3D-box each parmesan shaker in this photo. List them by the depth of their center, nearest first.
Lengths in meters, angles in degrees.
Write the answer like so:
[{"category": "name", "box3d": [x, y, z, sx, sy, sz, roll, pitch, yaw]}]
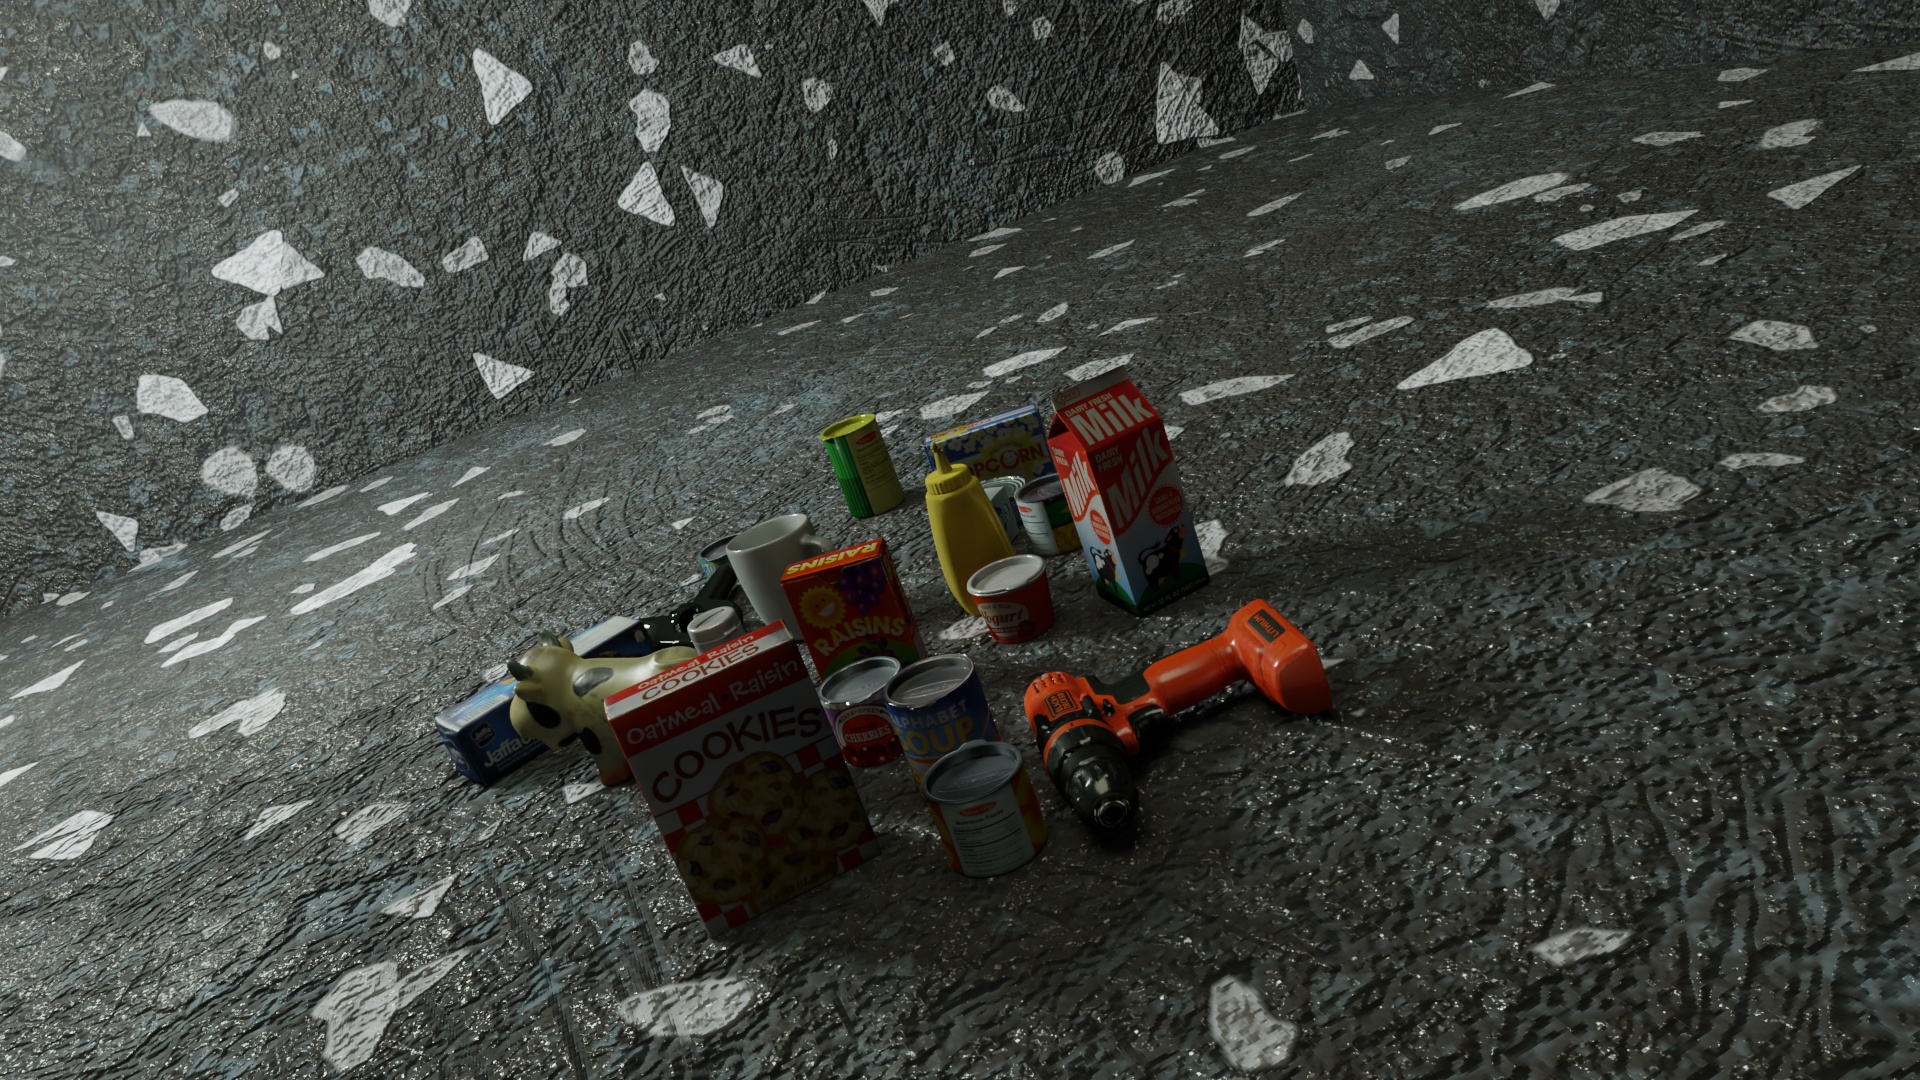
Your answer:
[{"category": "parmesan shaker", "box3d": [-0.113, -0.083, 1.582, 0.071, 0.102, 0.071, -17, 19, 6]}]

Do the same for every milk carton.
[{"category": "milk carton", "box3d": [0.130, -0.042, 1.120, 0.072, 0.190, 0.073, -25, 20, -16]}]

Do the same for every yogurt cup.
[{"category": "yogurt cup", "box3d": [0.045, 0.050, 1.157, 0.072, 0.053, 0.072, -17, 20, 6]}]

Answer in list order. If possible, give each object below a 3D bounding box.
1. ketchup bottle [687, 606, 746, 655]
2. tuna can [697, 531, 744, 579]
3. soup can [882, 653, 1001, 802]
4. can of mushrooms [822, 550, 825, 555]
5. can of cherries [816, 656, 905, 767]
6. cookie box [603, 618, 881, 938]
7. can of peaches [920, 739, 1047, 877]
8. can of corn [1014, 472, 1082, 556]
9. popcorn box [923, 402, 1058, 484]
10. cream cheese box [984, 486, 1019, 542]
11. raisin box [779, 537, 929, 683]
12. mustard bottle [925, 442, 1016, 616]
[{"category": "ketchup bottle", "box3d": [-0.154, 0.121, 1.011, 0.043, 0.148, 0.065, 0, 27, 43]}, {"category": "tuna can", "box3d": [-0.256, 0.020, 1.544, 0.071, 0.032, 0.071, -17, 20, 6]}, {"category": "soup can", "box3d": [-0.010, 0.131, 0.948, 0.071, 0.083, 0.071, -17, 20, 6]}, {"category": "can of mushrooms", "box3d": [-0.164, 0.032, 1.425, 0.071, 0.033, 0.071, -17, 20, 6]}, {"category": "can of cherries", "box3d": [-0.067, 0.130, 1.043, 0.071, 0.058, 0.072, -17, 20, 6]}, {"category": "cookie box", "box3d": [-0.137, 0.151, 0.888, 0.123, 0.167, 0.040, -24, 20, -13]}, {"category": "can of peaches", "box3d": [0.016, 0.167, 0.869, 0.071, 0.058, 0.071, -17, 20, 6]}, {"category": "can of corn", "box3d": [0.093, -0.026, 1.309, 0.071, 0.058, 0.071, -17, 20, 6]}, {"category": "popcorn box", "box3d": [0.034, -0.086, 1.482, 0.127, 0.085, 0.038, -17, 19, 6]}, {"category": "cream cheese box", "box3d": [0.021, -0.007, 1.331, 0.024, 0.053, 0.104, -8, 23, 30]}, {"category": "raisin box", "box3d": [-0.083, 0.069, 1.122, 0.086, 0.123, 0.040, -16, 20, 10]}, {"category": "mustard bottle", "box3d": [0.004, -0.015, 1.209, 0.065, 0.159, 0.049, -21, 19, -6]}]
